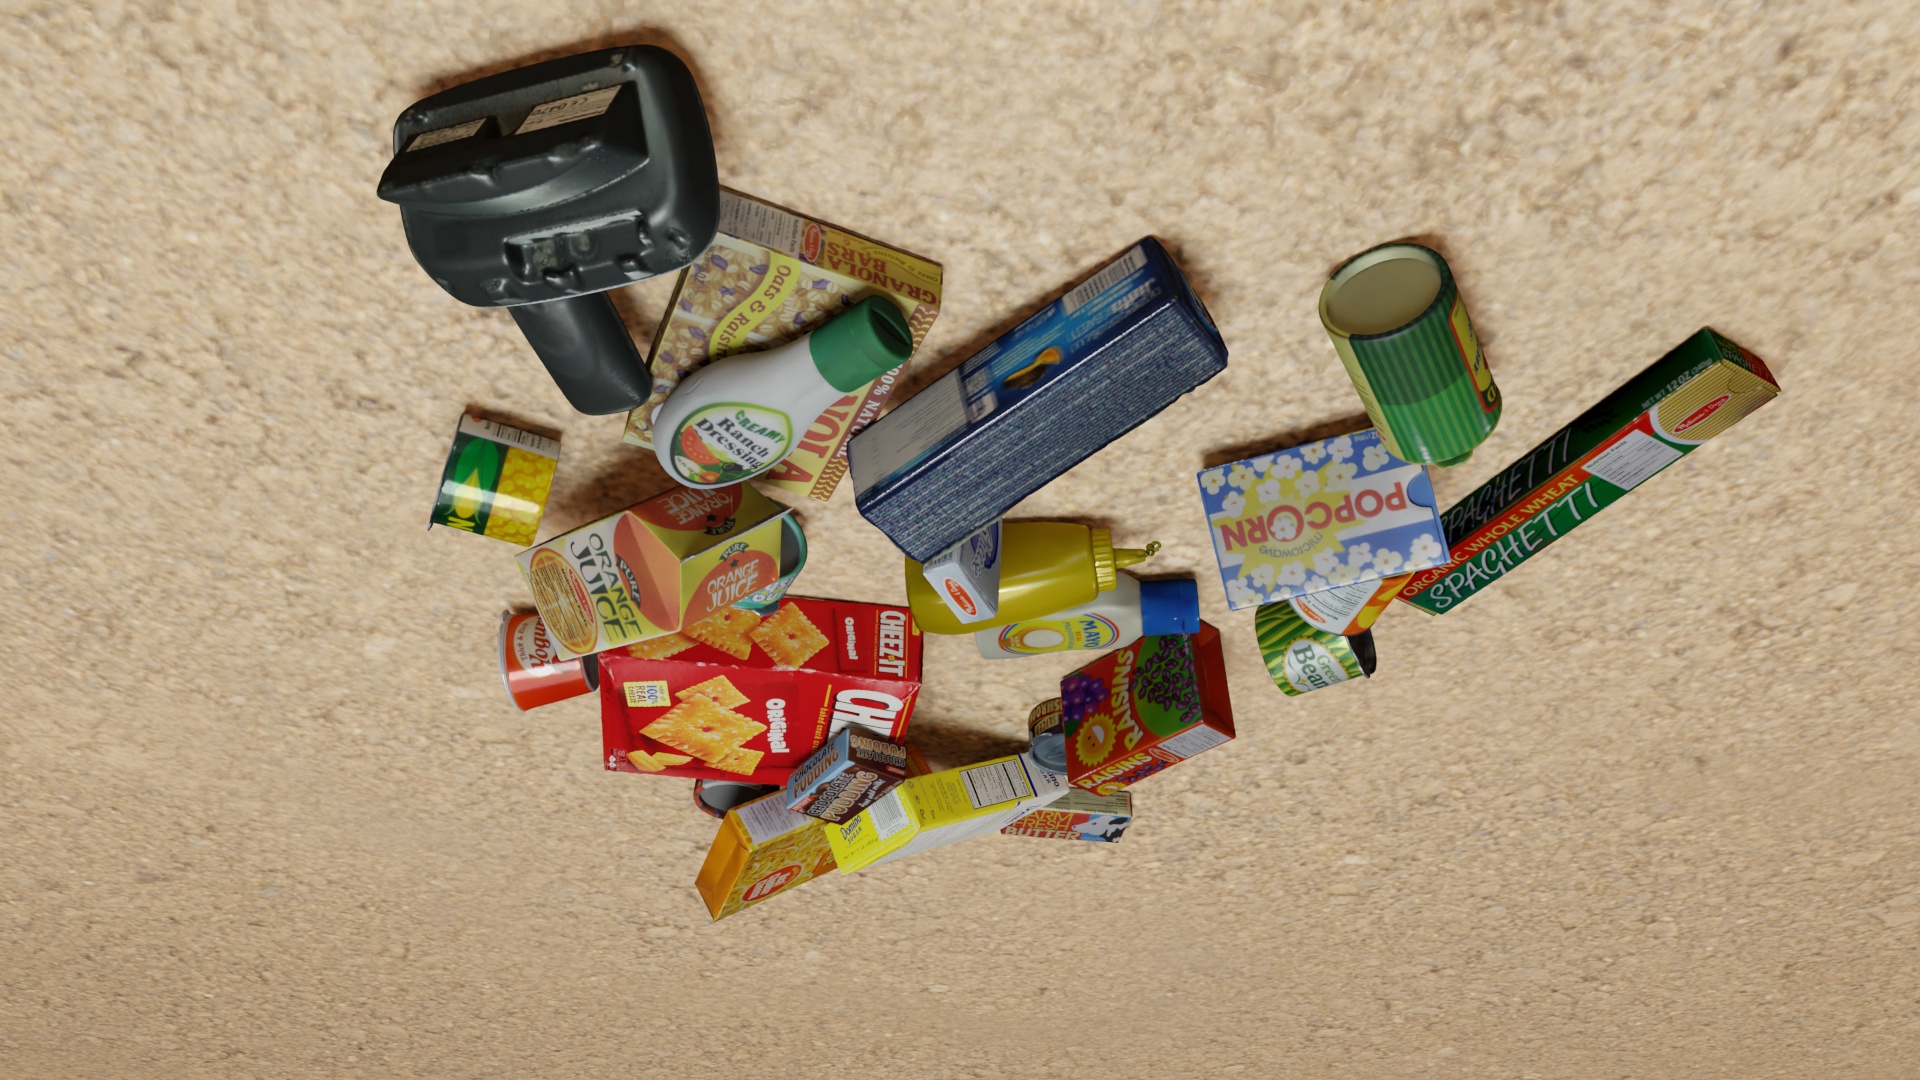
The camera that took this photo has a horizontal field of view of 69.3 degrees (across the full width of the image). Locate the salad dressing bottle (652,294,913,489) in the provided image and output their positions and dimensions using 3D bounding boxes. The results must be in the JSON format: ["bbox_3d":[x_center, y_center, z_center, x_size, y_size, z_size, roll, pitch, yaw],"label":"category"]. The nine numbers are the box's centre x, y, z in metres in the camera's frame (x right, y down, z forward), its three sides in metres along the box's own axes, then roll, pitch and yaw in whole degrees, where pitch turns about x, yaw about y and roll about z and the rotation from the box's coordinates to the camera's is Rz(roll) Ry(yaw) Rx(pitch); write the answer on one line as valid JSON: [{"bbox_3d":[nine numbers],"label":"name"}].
[{"bbox_3d":[-0.091,-0.075,0.703,0.147,0.044,0.064,-26,133,30],"label":"salad dressing bottle"}]

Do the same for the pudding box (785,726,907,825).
[{"bbox_3d":[-0.081,0.165,0.971,0.049,0.030,0.083,25,134,-28],"label":"pudding box"}]

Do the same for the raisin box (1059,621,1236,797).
[{"bbox_3d":[0.128,0.117,0.972,0.040,0.086,0.123,27,135,-35],"label":"raisin box"}]

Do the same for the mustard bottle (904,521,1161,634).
[{"bbox_3d":[0.047,0.019,0.871,0.160,0.065,0.048,-8,137,5],"label":"mustard bottle"}]

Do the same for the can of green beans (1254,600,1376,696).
[{"bbox_3d":[0.235,0.065,0.919,0.057,0.071,0.071,-22,136,27],"label":"can of green beans"}]

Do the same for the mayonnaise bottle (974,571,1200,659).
[{"bbox_3d":[0.083,0.048,0.922,0.148,0.041,0.064,-4,140,8],"label":"mayonnaise bottle"}]

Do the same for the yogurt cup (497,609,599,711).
[{"bbox_3d":[-0.281,0.081,0.958,0.054,0.073,0.072,-8,141,-1],"label":"yogurt cup"}]

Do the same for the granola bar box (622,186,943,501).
[{"bbox_3d":[-0.098,-0.099,0.742,0.124,0.039,0.164,17,139,-18],"label":"granola bar box"}]

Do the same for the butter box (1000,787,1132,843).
[{"bbox_3d":[0.088,0.229,1.167,0.103,0.024,0.052,6,141,-6],"label":"butter box"}]

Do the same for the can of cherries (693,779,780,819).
[{"bbox_3d":[-0.171,0.180,1.083,0.071,0.059,0.071,1,141,1],"label":"can of cherries"}]

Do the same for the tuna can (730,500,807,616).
[{"bbox_3d":[-0.128,0.009,0.855,0.071,0.071,0.032,19,138,-21],"label":"tuna can"}]

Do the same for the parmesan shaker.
[{"bbox_3d":[0.233,-0.093,0.714,0.071,0.072,0.103,-19,137,24],"label":"parmesan shaker"}]

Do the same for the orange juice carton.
[{"bbox_3d":[-0.173,0.013,0.795,0.192,0.072,0.073,-16,99,48],"label":"orange juice carton"}]

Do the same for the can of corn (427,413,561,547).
[{"bbox_3d":[-0.270,-0.032,0.807,0.058,0.071,0.070,16,139,-19],"label":"can of corn"}]

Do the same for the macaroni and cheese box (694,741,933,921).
[{"bbox_3d":[-0.114,0.225,1.087,0.167,0.040,0.123,-16,151,-35],"label":"macaroni and cheese box"}]

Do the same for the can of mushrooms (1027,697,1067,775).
[{"bbox_3d":[0.083,0.148,1.056,0.071,0.033,0.070,1,142,1],"label":"can of mushrooms"}]

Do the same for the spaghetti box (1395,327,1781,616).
[{"bbox_3d":[0.354,-0.032,0.823,0.050,0.029,0.248,21,138,-23],"label":"spaghetti box"}]

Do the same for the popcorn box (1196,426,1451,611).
[{"bbox_3d":[0.208,-0.014,0.802,0.126,0.085,0.038,-14,174,19],"label":"popcorn box"}]

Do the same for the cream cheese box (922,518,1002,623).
[{"bbox_3d":[0.003,-0.010,0.800,0.024,0.104,0.053,-14,138,21],"label":"cream cheese box"}]

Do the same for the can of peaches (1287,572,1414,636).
[{"bbox_3d":[0.241,0.015,0.859,0.071,0.071,0.057,9,141,-10],"label":"can of peaches"}]
